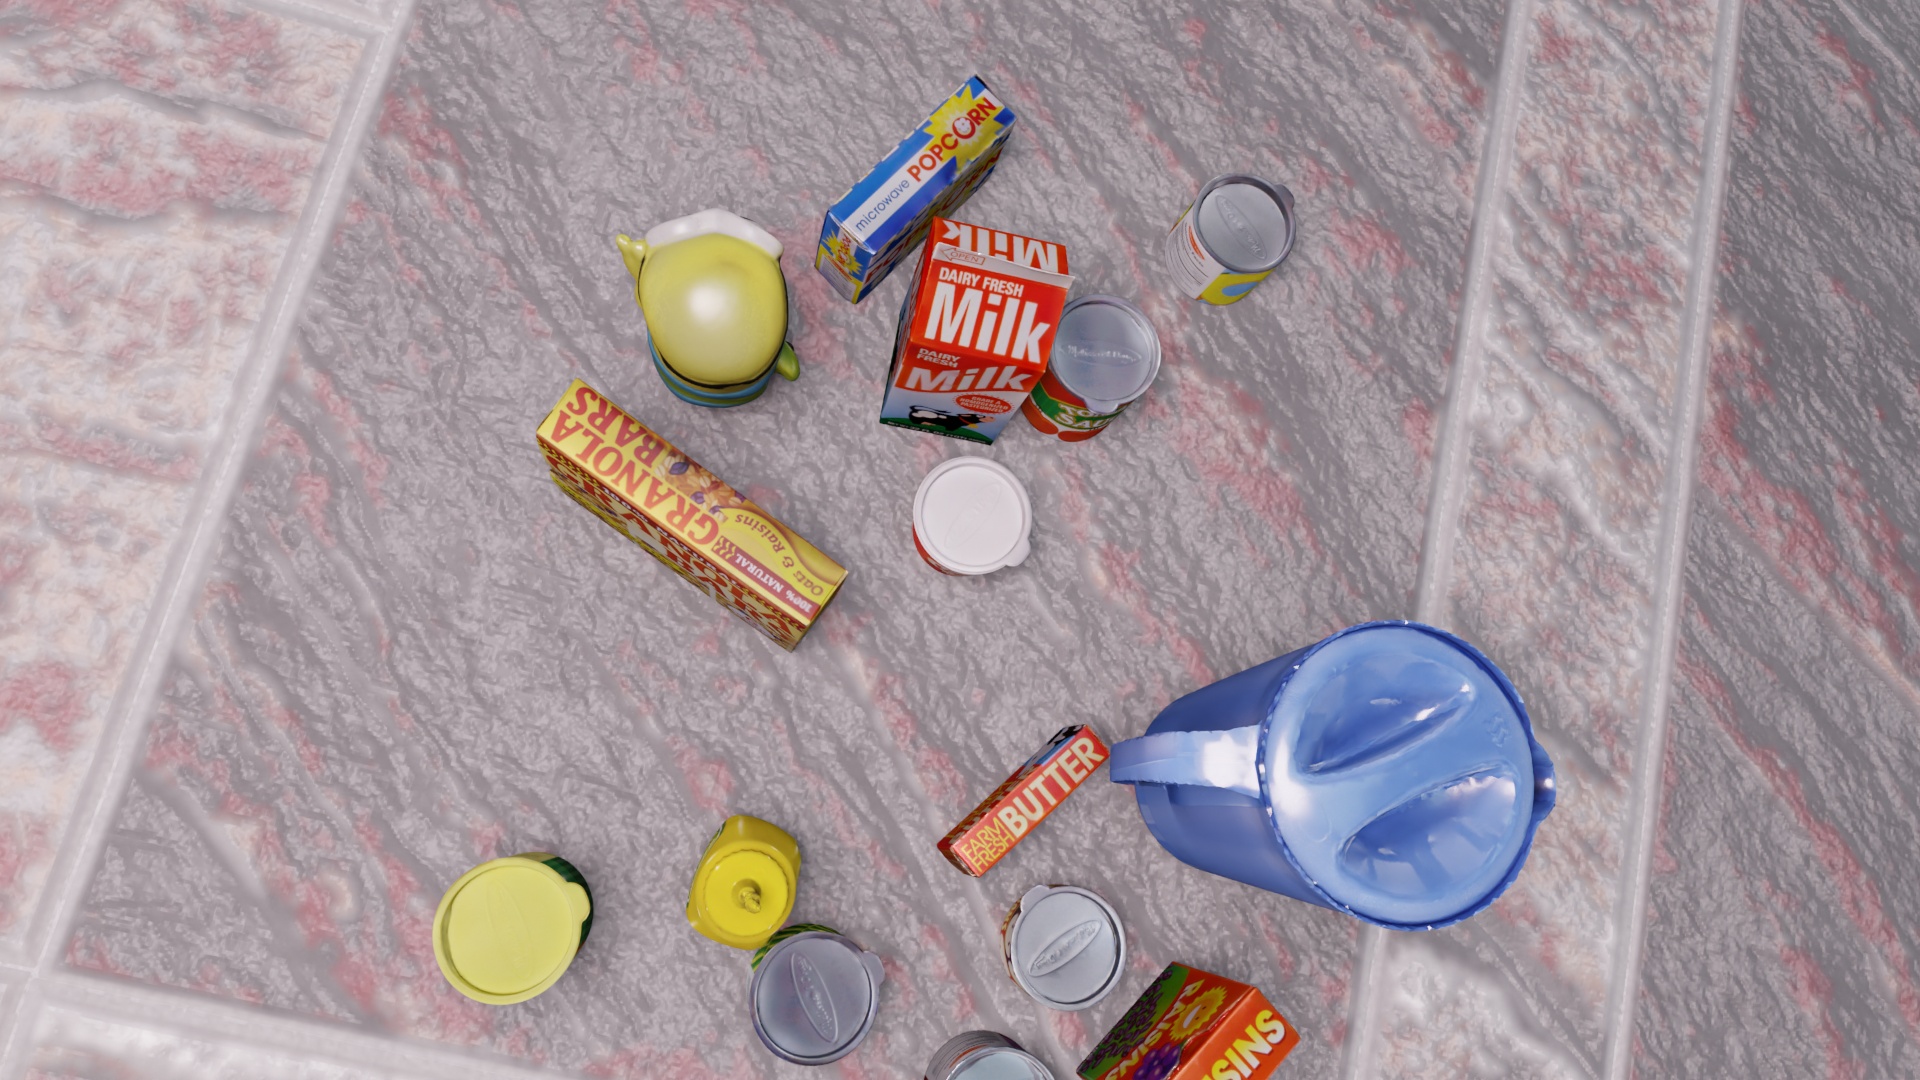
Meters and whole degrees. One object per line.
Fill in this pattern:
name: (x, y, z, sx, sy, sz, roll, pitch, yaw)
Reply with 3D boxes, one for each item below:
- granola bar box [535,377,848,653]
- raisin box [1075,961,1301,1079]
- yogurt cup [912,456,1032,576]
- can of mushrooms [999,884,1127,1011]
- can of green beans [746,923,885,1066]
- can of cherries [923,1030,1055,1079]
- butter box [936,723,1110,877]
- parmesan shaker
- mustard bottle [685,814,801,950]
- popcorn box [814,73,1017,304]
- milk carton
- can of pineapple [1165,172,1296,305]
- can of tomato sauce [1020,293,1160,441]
granola bar box: (-0.142, -0.007, 0.738, 0.165, 0.124, 0.039, 36, 75, -2)
raisin box: (0.116, 0.270, 0.731, 0.086, 0.123, 0.040, -42, 89, -15)
yogurt cup: (0.003, -0.010, 0.803, 0.072, 0.054, 0.072, 2, 78, -10)
can of mushrooms: (0.055, 0.224, 0.775, 0.071, 0.033, 0.071, 2, 78, -10)
can of green beans: (-0.079, 0.238, 0.734, 0.071, 0.057, 0.071, 2, 78, -10)
can of cherries: (0.016, 0.302, 0.739, 0.071, 0.058, 0.071, 2, 78, -10)
butter box: (0.035, 0.145, 0.777, 0.104, 0.053, 0.024, -40, 88, -15)
parmesan shaker: (-0.217, 0.190, 0.695, 0.071, 0.103, 0.071, 2, 79, -10)
mustard bottle: (-0.107, 0.171, 0.690, 0.049, 0.160, 0.065, 24, 76, -5)
popcorn box: (-0.028, -0.205, 0.821, 0.038, 0.085, 0.127, 43, 75, 0)
milk carton: (0.006, -0.115, 0.754, 0.072, 0.190, 0.073, 12, 77, -8)
can of pineapple: (0.169, -0.188, 0.868, 0.071, 0.057, 0.071, 2, 78, -10)
can of tomato sauce: (0.074, -0.098, 0.819, 0.071, 0.083, 0.071, 2, 79, -10)
